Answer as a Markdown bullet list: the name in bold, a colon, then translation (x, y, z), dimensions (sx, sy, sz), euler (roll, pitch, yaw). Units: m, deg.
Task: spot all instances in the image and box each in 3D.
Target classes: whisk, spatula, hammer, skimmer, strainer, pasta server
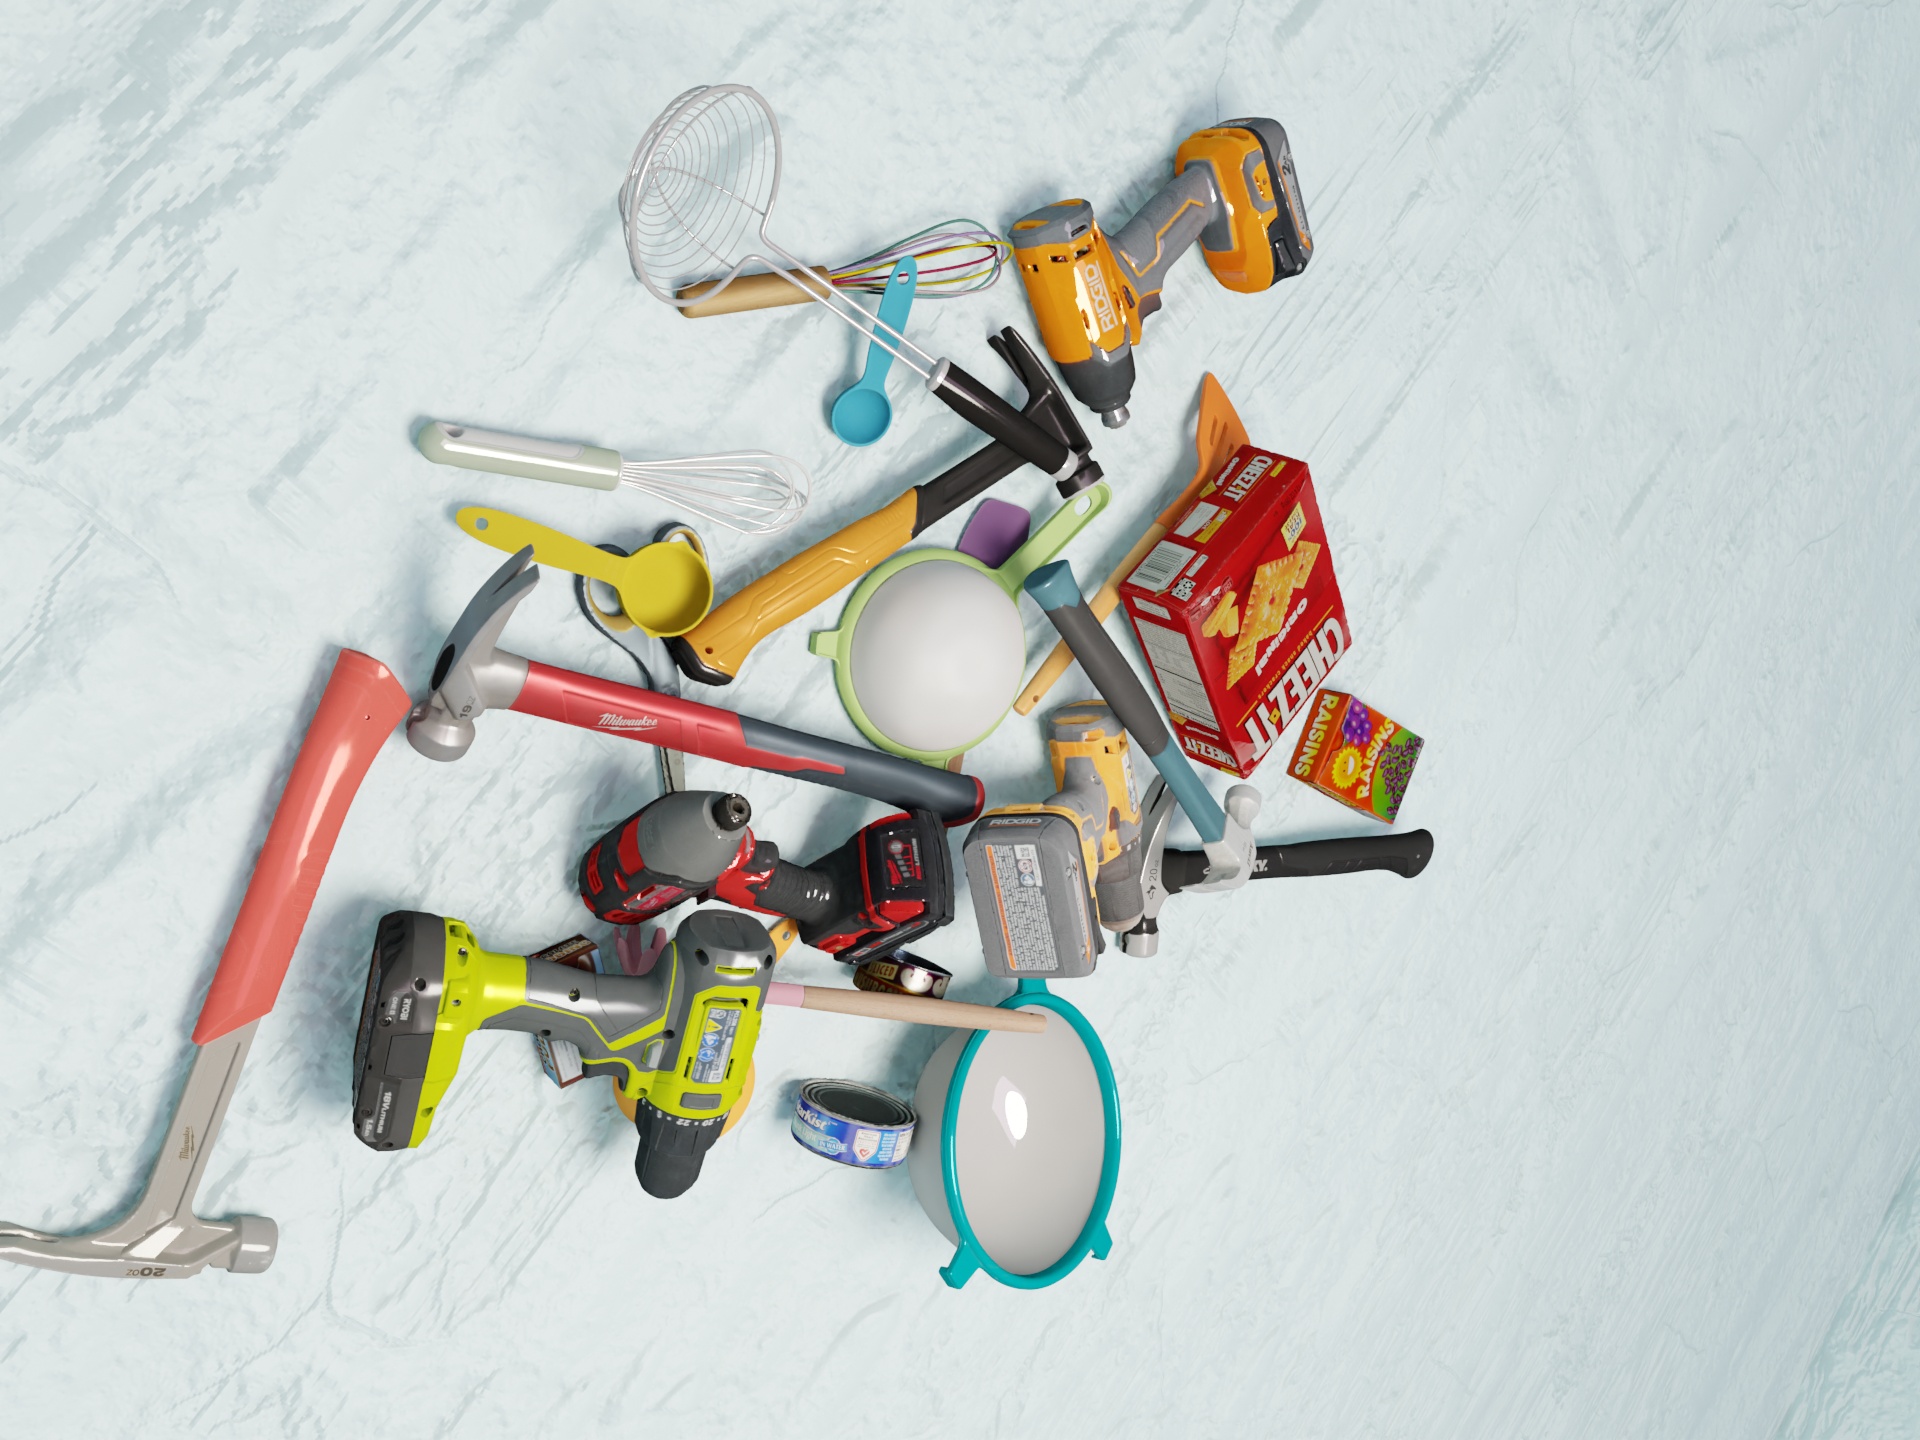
- **whisk**: translation (-0.068, -0.288, 1.024), dimensions (0.245, 0.047, 0.051), euler (-17, 112, -30)
- **spatula**: translation (-0.002, -0.004, 1.155), dimensions (0.059, 0.018, 0.316), euler (10, 93, -35)
- **whisk**: translation (-0.200, -0.149, 0.954), dimensions (0.246, 0.058, 0.059), euler (5, 128, -34)
- **hammer**: translation (0.138, 0.006, 1.166), dimensions (0.330, 0.033, 0.128), euler (52, 39, -33)
- **spatula**: translation (0.133, -0.129, 1.213), dimensions (0.323, 0.041, 0.080), euler (-51, 127, -17)
- **hammer**: translation (-0.053, -0.133, 1.053), dimensions (0.337, 0.034, 0.127), euler (-37, 102, -24)
- **skimmer**: translation (-0.048, -0.241, 0.970), dimensions (0.363, 0.090, 0.127), euler (30, 90, -31)
- **hammer**: translation (-0.397, 0.130, 0.873), dimensions (0.149, 0.037, 0.359), euler (21, 88, -39)
- **hammer**: translation (0.280, 0.115, 1.367), dimensions (0.334, 0.035, 0.146), euler (-1, 101, -30)
- **strainer**: translation (0.030, -0.079, 1.111), dimensions (0.256, 0.069, 0.151), euler (-46, 116, -14)
- **strainer**: translation (0.024, 0.247, 1.201), dimensions (0.210, 0.095, 0.340), euler (12, 73, -49)
- **hammer**: translation (-0.131, 0.002, 0.991), dimensions (0.386, 0.038, 0.143), euler (16, 125, -37)
- **pasta server**: translation (-0.080, 0.181, 1.066), dimensions (0.316, 0.060, 0.040), euler (12, 97, -24)

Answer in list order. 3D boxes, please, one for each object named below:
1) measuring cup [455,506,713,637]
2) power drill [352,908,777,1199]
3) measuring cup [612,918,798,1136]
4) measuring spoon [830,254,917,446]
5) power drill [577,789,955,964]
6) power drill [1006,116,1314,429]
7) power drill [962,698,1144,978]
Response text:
- **measuring cup**: translation (-0.224, -0.095, 0.947), dimensions (0.156, 0.029, 0.062), euler (19, 89, -24)
- **power drill**: translation (-0.235, 0.200, 0.945), dimensions (0.228, 0.080, 0.190), euler (9, 110, -24)
- **measuring cup**: translation (-0.154, 0.207, 1.065), dimensions (0.173, 0.052, 0.095), euler (-50, 125, -15)
- **measuring spoon**: translation (-0.054, -0.242, 1.037), dimensions (0.042, 0.021, 0.128), euler (8, 115, -27)
- **power drill**: translation (-0.115, 0.094, 1.014), dimensions (0.219, 0.143, 0.079), euler (14, 56, -40)
- **power drill**: translation (0.150, -0.326, 1.159), dimensions (0.226, 0.084, 0.164), euler (-34, 120, -22)
- **power drill**: translation (0.083, 0.107, 1.160), dimensions (0.226, 0.084, 0.185), euler (-49, 131, -60)
